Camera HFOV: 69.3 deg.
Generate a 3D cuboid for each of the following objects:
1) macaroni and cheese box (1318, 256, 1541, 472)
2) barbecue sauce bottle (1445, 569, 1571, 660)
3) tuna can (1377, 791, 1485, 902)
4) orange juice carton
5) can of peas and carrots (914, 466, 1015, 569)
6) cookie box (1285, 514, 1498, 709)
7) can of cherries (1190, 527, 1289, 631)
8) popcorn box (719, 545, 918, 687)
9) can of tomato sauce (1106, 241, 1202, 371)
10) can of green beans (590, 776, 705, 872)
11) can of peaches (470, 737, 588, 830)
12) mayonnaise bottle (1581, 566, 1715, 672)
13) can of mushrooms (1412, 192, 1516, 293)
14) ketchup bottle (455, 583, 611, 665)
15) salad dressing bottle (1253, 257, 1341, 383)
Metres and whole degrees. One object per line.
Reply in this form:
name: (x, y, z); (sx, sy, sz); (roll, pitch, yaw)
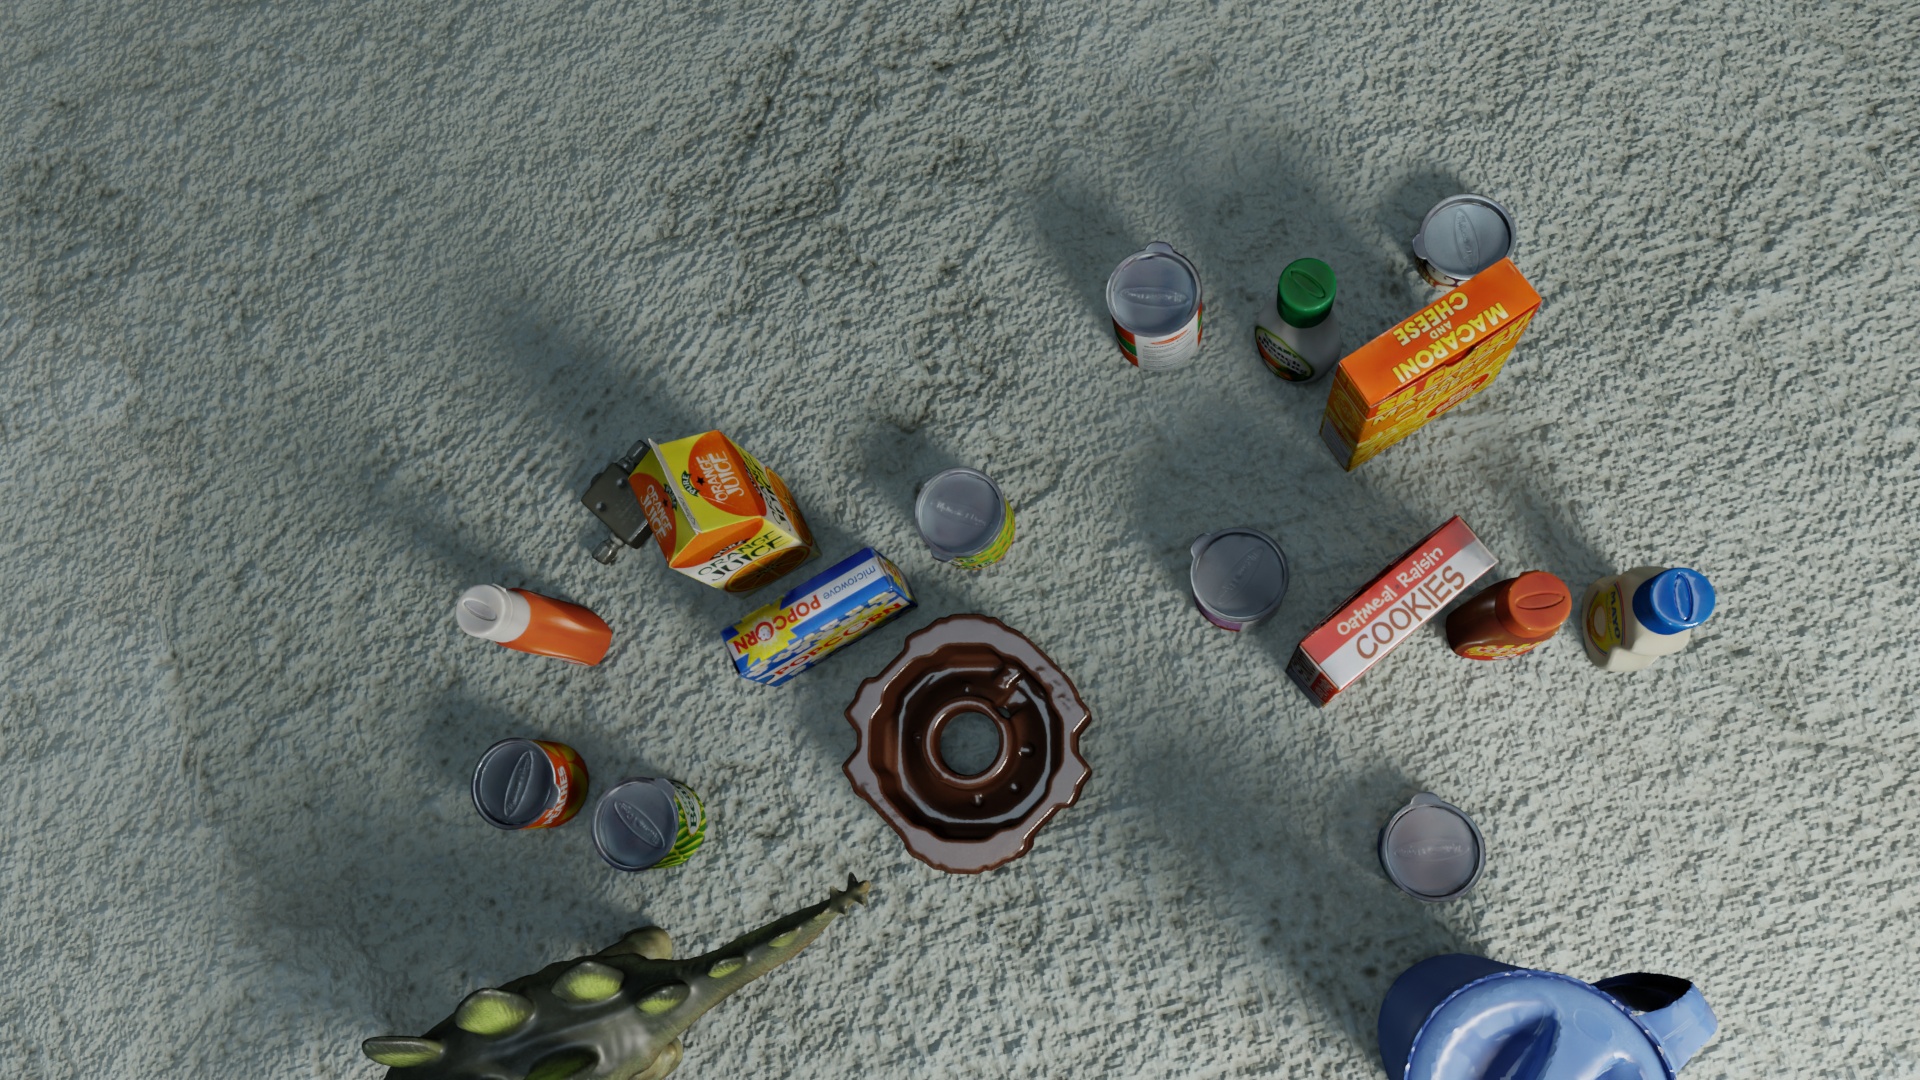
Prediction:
macaroni and cheese box: (0.307, -0.111, 0.922); (0.124, 0.166, 0.040); (-32, 75, 3)
barbecue sauce bottle: (0.355, 0.048, 0.890); (0.065, 0.148, 0.044); (-8, 78, 9)
tuna can: (0.312, 0.204, 0.926); (0.071, 0.033, 0.071); (-2, 78, 10)
orange juice carton: (-0.168, -0.019, 0.975); (0.073, 0.192, 0.072); (-29, 76, 4)
can of peas and carrots: (0.004, -0.013, 1.012); (0.071, 0.058, 0.071); (-2, 79, 10)
cookie box: (0.271, 0.050, 0.895); (0.123, 0.167, 0.040); (-40, 75, 1)
can of cherries: (0.193, 0.026, 0.970); (0.071, 0.058, 0.071); (-2, 79, 10)
popcorn box: (-0.100, 0.056, 1.003); (0.127, 0.085, 0.038); (-30, 76, 3)
can of tomato sauce: (0.142, -0.167, 1.006); (0.071, 0.083, 0.071); (-2, 79, 10)
can of green beans: (-0.225, 0.206, 1.009); (0.071, 0.057, 0.071); (-2, 79, 10)
can of peaches: (-0.316, 0.182, 1.030); (0.071, 0.058, 0.071); (-2, 79, 10)
mayonnaise bottle: (0.432, 0.046, 0.877); (0.041, 0.148, 0.065); (-3, 79, 10)
can of mushrooms: (0.361, -0.213, 1.002); (0.071, 0.033, 0.071); (-2, 78, 10)
ketchup bottle: (-0.311, 0.059, 1.007); (0.065, 0.148, 0.043); (23, 84, 14)
salad dressing bottle: (0.233, -0.151, 0.953); (0.064, 0.147, 0.044); (42, 89, 15)
